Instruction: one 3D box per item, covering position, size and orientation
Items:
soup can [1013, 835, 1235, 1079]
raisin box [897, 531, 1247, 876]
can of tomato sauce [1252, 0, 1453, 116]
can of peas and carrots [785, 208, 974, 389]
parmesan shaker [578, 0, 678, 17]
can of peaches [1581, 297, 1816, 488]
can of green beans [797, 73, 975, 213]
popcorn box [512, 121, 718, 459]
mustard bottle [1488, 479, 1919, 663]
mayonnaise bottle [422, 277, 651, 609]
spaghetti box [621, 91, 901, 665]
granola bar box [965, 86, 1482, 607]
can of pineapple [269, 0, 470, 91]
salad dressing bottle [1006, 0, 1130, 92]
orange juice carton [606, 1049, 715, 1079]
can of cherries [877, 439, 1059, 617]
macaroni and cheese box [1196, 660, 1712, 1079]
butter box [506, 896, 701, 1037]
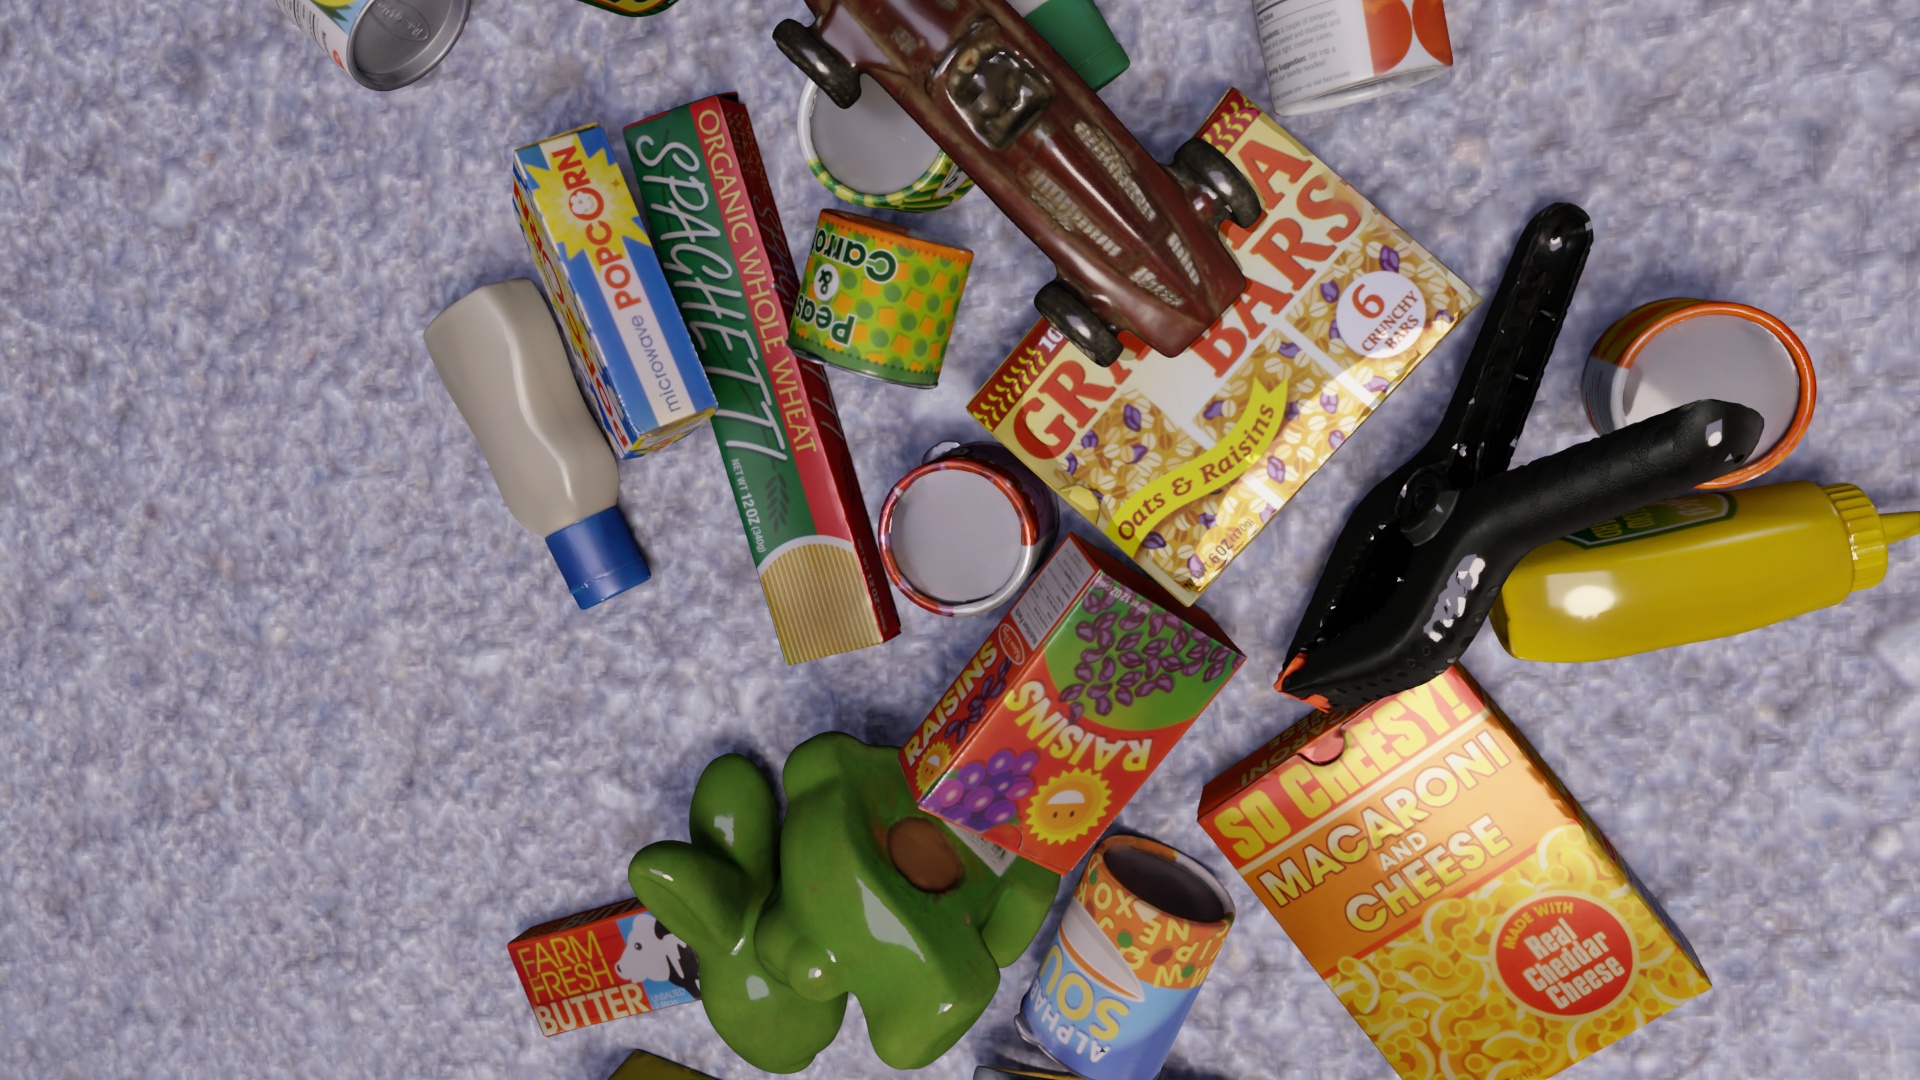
[{"bbox_3d":[0.069,0.179,0.594,0.071,0.071,0.083,24,105,9],"label":"soup can"},{"bbox_3d":[0.045,0.070,0.572,0.086,0.040,0.123,30,104,-29],"label":"raisin box"},{"bbox_3d":[0.141,-0.206,0.508,0.071,0.071,0.083,-11,98,17],"label":"can of tomato sauce"},{"bbox_3d":[-0.035,-0.100,0.571,0.071,0.071,0.058,19,104,11],"label":"can of peas and carrots"},{"bbox_3d":[-0.152,-0.254,0.557,0.071,0.103,0.071,3,102,15],"label":"parmesan shaker"},{"bbox_3d":[0.268,-0.056,0.505,0.071,0.058,0.071,3,101,15],"label":"can of peaches"},{"bbox_3d":[-0.026,-0.167,0.563,0.071,0.058,0.071,3,101,14],"label":"can of green beans"},{"bbox_3d":[-0.149,-0.101,0.592,0.038,0.085,0.126,-23,94,-17],"label":"popcorn box"},{"bbox_3d":[0.279,0.007,0.513,0.160,0.065,0.048,-12,102,11],"label":"mustard bottle"},{"bbox_3d":[-0.190,-0.042,0.636,0.064,0.041,0.148,-22,96,39],"label":"mayonnaise bottle"},{"bbox_3d":[-0.087,-0.069,0.612,0.050,0.029,0.249,-15,96,16],"label":"spaghetti box"},{"bbox_3d":[0.101,-0.075,0.556,0.124,0.039,0.165,42,107,5],"label":"granola bar box"},{"bbox_3d":[-0.259,-0.243,0.608,0.058,0.071,0.071,42,108,4],"label":"can of pineapple"},{"bbox_3d":[0.013,-0.239,0.541,0.044,0.064,0.147,-34,99,-1],"label":"salad dressing bottle"},{"bbox_3d":[-0.164,0.363,0.689,0.073,0.072,0.192,17,104,12],"label":"orange juice carton"},{"bbox_3d":[0.002,-0.007,0.584,0.071,0.058,0.071,3,101,14],"label":"can of cherries"},{"bbox_3d":[0.197,0.140,0.569,0.123,0.040,0.166,-39,89,17],"label":"macaroni and cheese box"},{"bbox_3d":[-0.170,0.208,0.687,0.103,0.024,0.053,-18,96,17],"label":"butter box"}]
